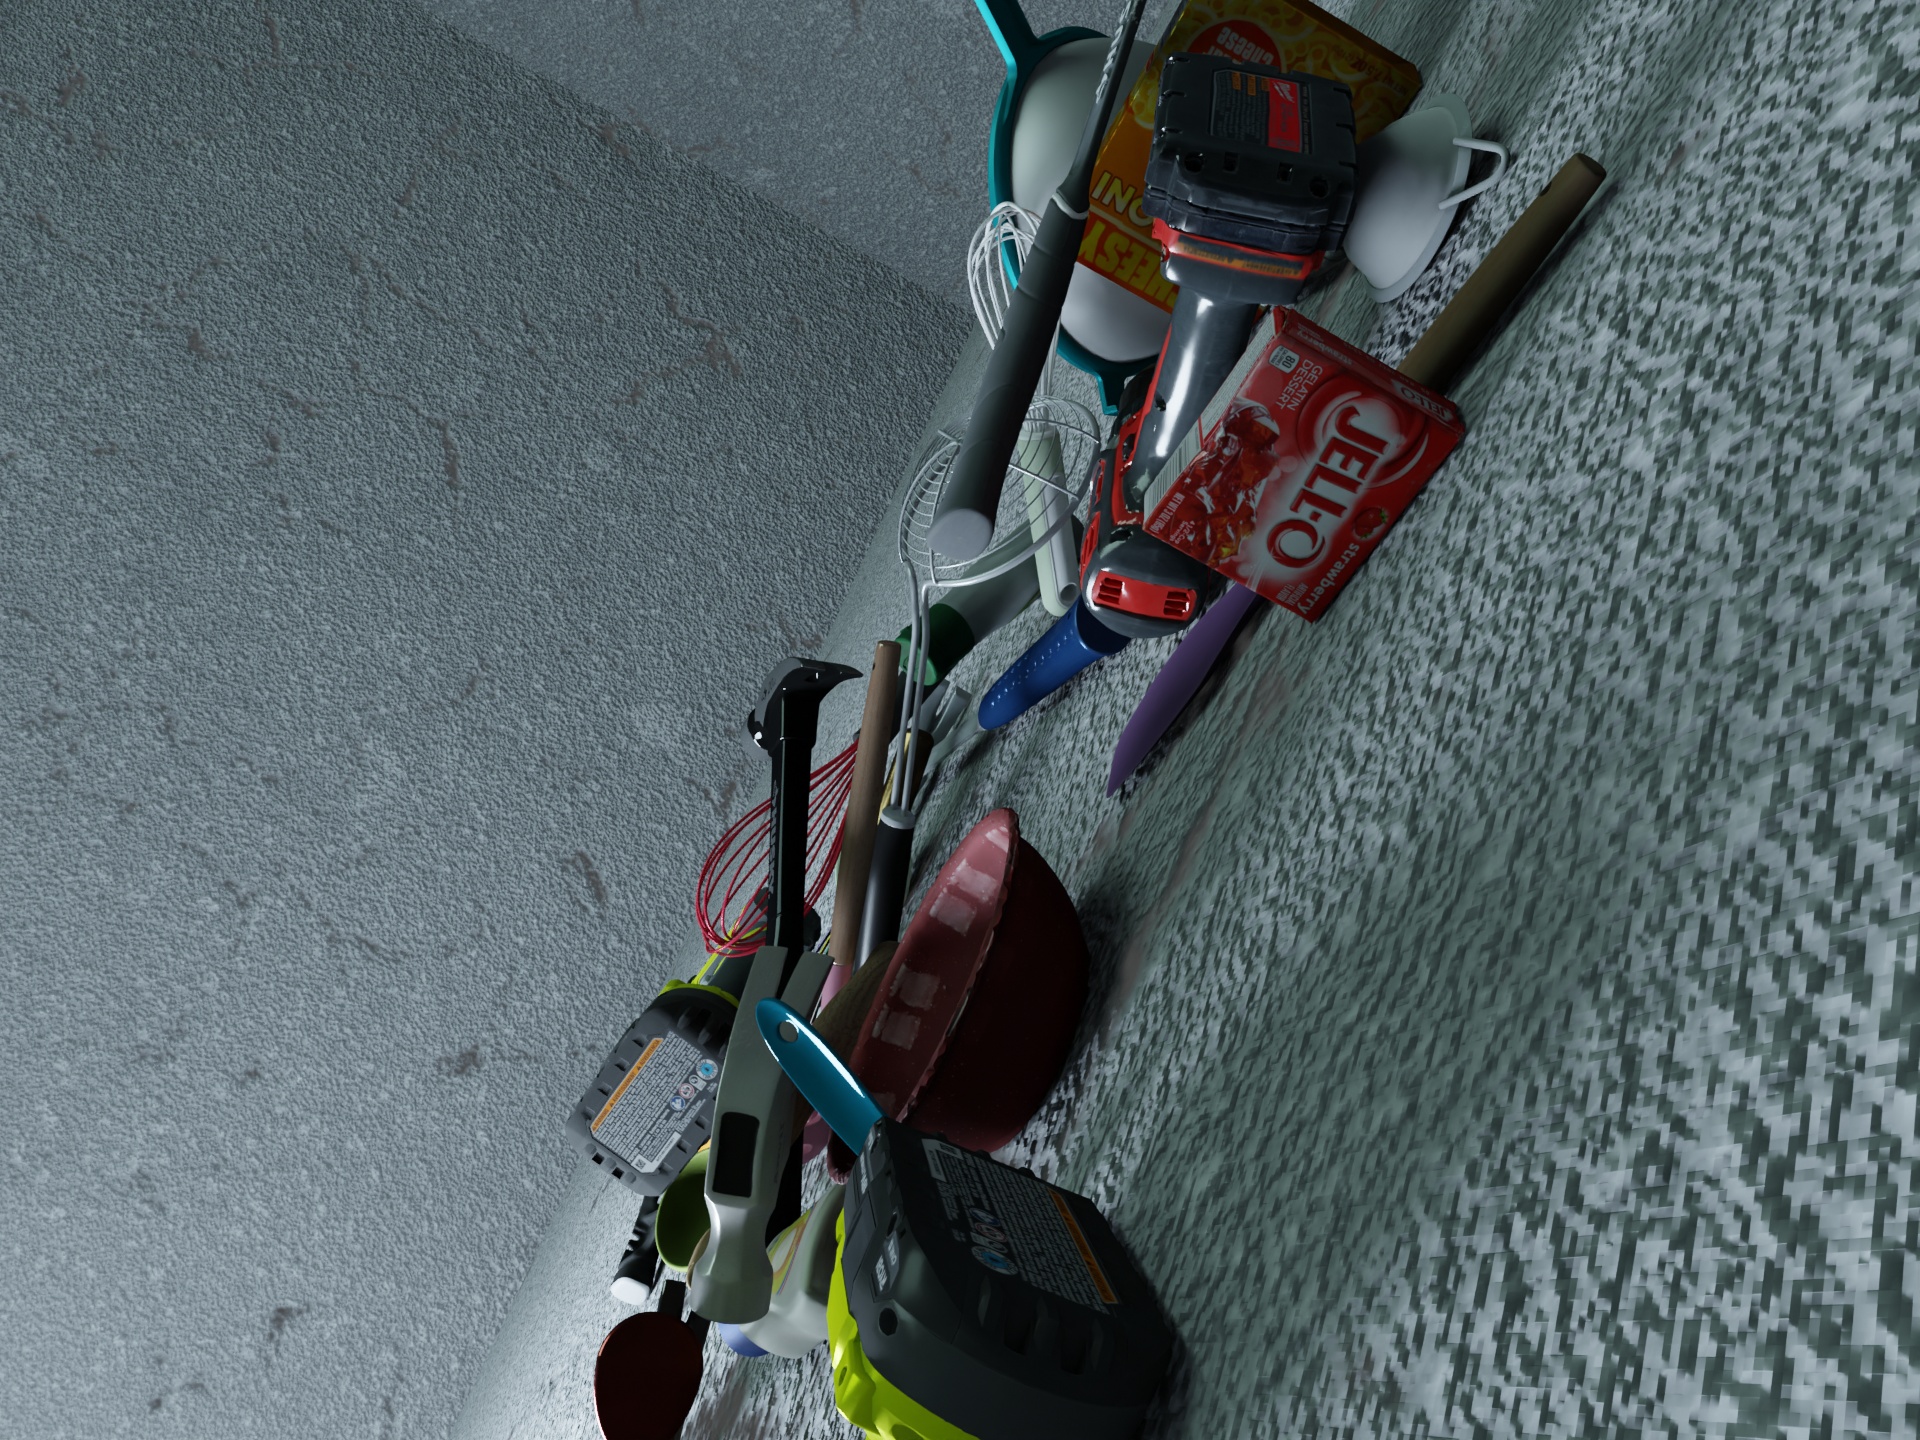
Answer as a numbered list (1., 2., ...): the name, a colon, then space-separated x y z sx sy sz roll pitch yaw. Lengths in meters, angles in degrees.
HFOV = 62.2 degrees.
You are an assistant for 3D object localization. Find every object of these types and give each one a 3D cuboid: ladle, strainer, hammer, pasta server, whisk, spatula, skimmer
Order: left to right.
1. hammer: -0.133 0.296 0.703 0.358 0.036 0.149 109 173 -59
2. ladle: -0.143 0.279 0.867 0.078 0.062 0.320 -60 -1 -14
3. hammer: -0.183 0.312 1.212 0.336 0.034 0.127 -56 12 36
4. hammer: -0.094 0.123 0.861 0.146 0.035 0.335 135 139 -59
5. hammer: -0.060 0.149 0.744 0.331 0.031 0.130 -26 -57 -82
6. pasta server: -0.070 0.109 0.887 0.060 0.040 0.316 -137 54 -66
7. whisk: -0.071 0.031 1.018 0.296 0.073 0.073 -53 4 -24
8. whisk: -0.061 0.122 0.976 0.047 0.051 0.245 6 75 56
9. skimmer: -0.001 -0.003 0.898 0.127 0.090 0.363 36 123 52
10. hammer: 0.017 -0.009 0.999 0.144 0.035 0.405 -67 10 -21
11. whisk: 0.045 -0.175 0.926 0.059 0.058 0.246 27 133 53
12. hammer: 0.058 -0.276 0.802 0.149 0.036 0.409 180 109 -72
13. strainer: 0.086 -0.359 0.922 0.095 0.340 0.211 3 52 41
14. spatula: 0.133 -0.079 0.607 0.315 0.018 0.060 -56 10 42
15. strainer: 0.175 -0.224 0.734 0.258 0.050 0.087 -156 79 -84

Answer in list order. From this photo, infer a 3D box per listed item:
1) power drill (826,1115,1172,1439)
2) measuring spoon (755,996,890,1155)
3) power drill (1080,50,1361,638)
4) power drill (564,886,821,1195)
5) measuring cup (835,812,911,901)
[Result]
1. power drill: -0.034 0.240 0.459 0.228 0.080 0.190 -65 9 1
2. measuring spoon: -0.024 0.144 0.554 0.042 0.129 0.021 -46 -10 22
3. power drill: 0.105 -0.172 0.713 0.188 0.080 0.226 -78 -1 -47
4. power drill: -0.176 0.216 1.067 0.171 0.080 0.223 -53 1 12
5. measuring cup: -0.065 0.134 1.073 0.083 0.038 0.167 -113 30 -55
